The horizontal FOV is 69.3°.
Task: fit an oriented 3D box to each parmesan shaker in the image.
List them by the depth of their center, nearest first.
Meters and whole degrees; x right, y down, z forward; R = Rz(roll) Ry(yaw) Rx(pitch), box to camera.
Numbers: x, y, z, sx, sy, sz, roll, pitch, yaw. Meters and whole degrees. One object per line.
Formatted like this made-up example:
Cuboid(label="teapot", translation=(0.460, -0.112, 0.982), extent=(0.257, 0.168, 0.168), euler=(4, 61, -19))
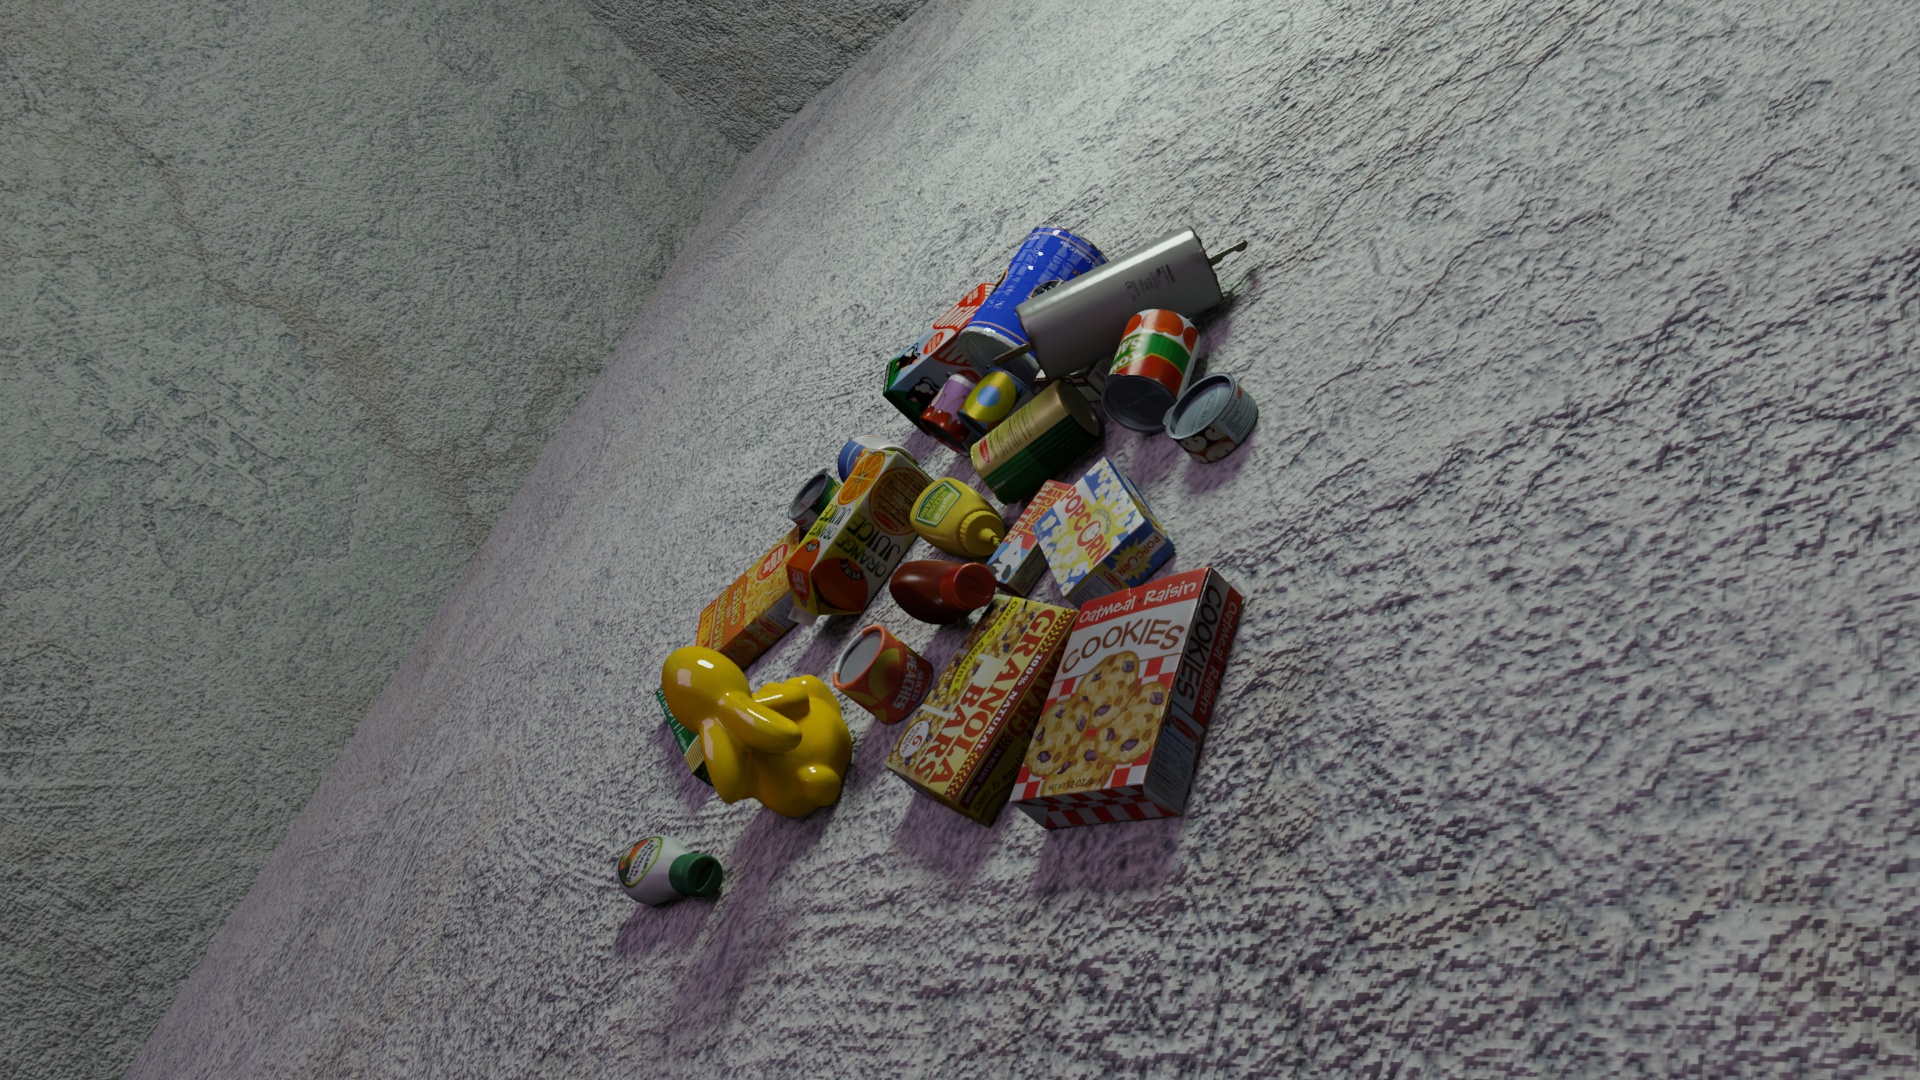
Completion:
Cuboid(label="parmesan shaker", translation=(0.069, -0.085, 1.235), extent=(0.102, 0.071, 0.072), euler=(-36, 27, 26))

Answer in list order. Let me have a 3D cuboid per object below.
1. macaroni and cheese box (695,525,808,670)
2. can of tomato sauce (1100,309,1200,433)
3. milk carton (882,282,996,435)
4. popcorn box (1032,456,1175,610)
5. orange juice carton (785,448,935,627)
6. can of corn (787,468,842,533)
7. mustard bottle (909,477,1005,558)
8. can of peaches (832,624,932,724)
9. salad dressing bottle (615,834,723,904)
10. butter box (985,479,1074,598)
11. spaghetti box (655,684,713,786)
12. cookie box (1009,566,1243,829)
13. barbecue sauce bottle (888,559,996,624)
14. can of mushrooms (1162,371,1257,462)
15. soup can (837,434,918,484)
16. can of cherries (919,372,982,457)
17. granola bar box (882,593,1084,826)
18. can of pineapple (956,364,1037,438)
Cuboid(label="macaroni and cheese box", translation=(-0.222, 0.074, 1.527), extent=(0.166, 0.040, 0.124), euler=(-41, 26, 18))
Cuboid(label="can of tomato sauce", translation=(0.158, -0.143, 1.159), extent=(0.071, 0.071, 0.083), euler=(-23, 35, 46))
Cuboid(label="milk carton", translation=(0.008, -0.207, 1.503), extent=(0.190, 0.073, 0.073), euler=(-38, 27, 24))
Cuboid(label="popcorn box", translation=(0.108, -0.003, 1.079), extent=(0.085, 0.038, 0.127), euler=(-44, 25, 12))
Cuboid(label="orange juice carton", translation=(-0.106, 0.004, 1.391), extent=(0.193, 0.073, 0.072), euler=(-55, 25, -11))
Cuboid(label="can of corn", translation=(-0.146, -0.035, 1.534), extent=(0.071, 0.058, 0.071), euler=(-39, 26, 23))
Cuboid(label="mustard bottle", translation=(0.005, -0.016, 1.261), extent=(0.065, 0.048, 0.160), euler=(-53, 24, -4))
Cuboid(label="can of peaches", translation=(-0.066, 0.114, 1.182), extent=(0.071, 0.058, 0.071), euler=(-39, 26, 23))
Cuboid(label="salad dressing bottle", translation=(-0.264, 0.301, 1.265), extent=(0.147, 0.044, 0.064), euler=(-13, 42, 53))
Cuboid(label="butter box", translation=(0.064, -0.002, 1.171), extent=(0.103, 0.024, 0.053), euler=(-54, 25, -9))
Cuboid(label="spaghetti box", translation=(-0.281, 0.189, 1.474), extent=(0.050, 0.028, 0.250), euler=(-50, 24, -3))
Cuboid(label="cookie box", translation=(0.110, 0.104, 0.919), extent=(0.122, 0.040, 0.168), euler=(-20, 37, 48))
Cuboid(label="barbecue sauce bottle", translation=(-0.012, 0.042, 1.155), extent=(0.044, 0.065, 0.148), euler=(-56, 12, -14))
Cuboid(label="can of mushrooms", translation=(0.193, -0.095, 1.075), extent=(0.071, 0.033, 0.071), euler=(-38, 27, 24))
Cuboid(label="soup can", translation=(-0.089, -0.073, 1.485), extent=(0.071, 0.071, 0.084), euler=(-52, 25, -4))
Cuboid(label="can of cherries", translation=(-0.001, -0.128, 1.408), extent=(0.058, 0.071, 0.071), euler=(-55, 24, -8))
Cuboid(label="granola bar box", translation=(0.024, 0.121, 1.041), extent=(0.166, 0.039, 0.124), euler=(-56, 25, -14))
Cuboid(label="can of pineapple", translation=(0.037, -0.127, 1.344), extent=(0.058, 0.071, 0.071), euler=(-53, 24, -6))
